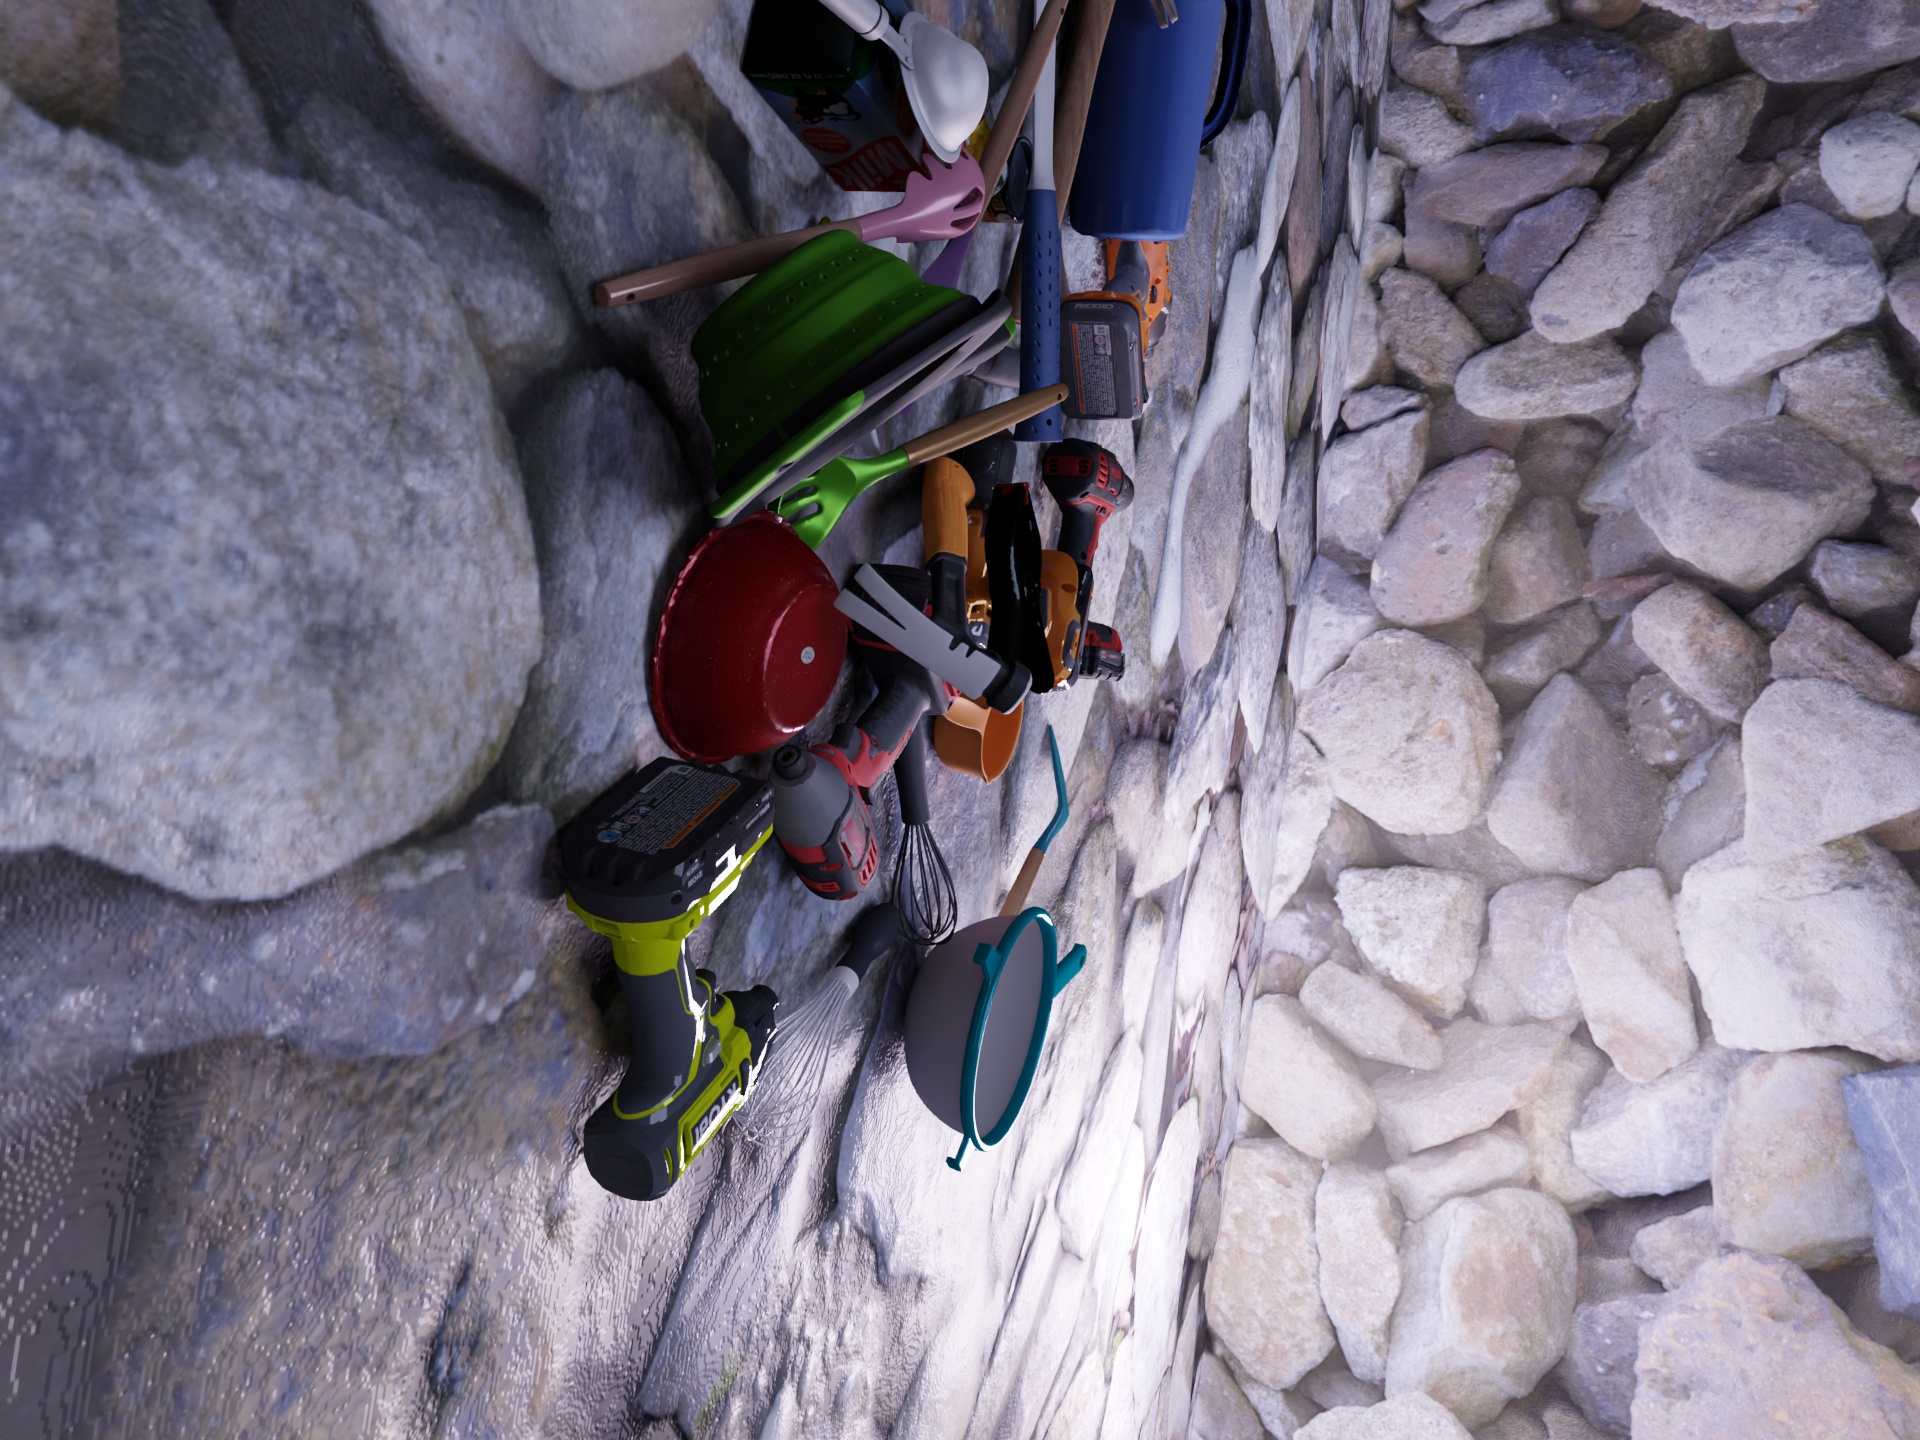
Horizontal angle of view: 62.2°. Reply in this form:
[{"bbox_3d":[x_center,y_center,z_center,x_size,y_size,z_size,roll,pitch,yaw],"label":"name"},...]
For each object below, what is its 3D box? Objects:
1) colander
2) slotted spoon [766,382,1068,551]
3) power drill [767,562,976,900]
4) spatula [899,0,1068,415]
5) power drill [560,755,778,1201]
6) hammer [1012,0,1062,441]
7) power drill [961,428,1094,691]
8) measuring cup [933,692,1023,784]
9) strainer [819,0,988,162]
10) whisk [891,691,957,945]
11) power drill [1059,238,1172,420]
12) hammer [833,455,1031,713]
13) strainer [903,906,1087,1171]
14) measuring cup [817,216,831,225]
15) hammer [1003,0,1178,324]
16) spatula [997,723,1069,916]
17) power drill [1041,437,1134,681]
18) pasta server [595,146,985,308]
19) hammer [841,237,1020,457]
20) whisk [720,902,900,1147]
[{"bbox_3d":[-0.054,-0.230,0.944,0.094,0.204,0.397,53,28,-7],"label":"colander"},{"bbox_3d":[-0.024,-0.186,1.097,0.314,0.031,0.070,-31,135,-41],"label":"slotted spoon"},{"bbox_3d":[-0.068,0.002,1.111,0.143,0.078,0.220,70,37,-51],"label":"power drill"},{"bbox_3d":[0.011,-0.360,1.090,0.059,0.018,0.316,32,78,-62],"label":"spatula"},{"bbox_3d":[-0.159,0.142,0.927,0.171,0.080,0.223,-48,145,-55],"label":"power drill"},{"bbox_3d":[0.068,-0.422,1.234,0.144,0.035,0.405,-9,104,-40],"label":"hammer"},{"bbox_3d":[0.042,-0.130,1.344,0.226,0.084,0.185,30,68,-63],"label":"power drill"},{"bbox_3d":[-0.002,-0.004,1.304,0.173,0.052,0.095,23,81,-66],"label":"measuring cup"},{"bbox_3d":[-0.043,-0.382,0.878,0.258,0.050,0.087,11,71,-58],"label":"strainer"},{"bbox_3d":[-0.037,0.076,1.263,0.055,0.055,0.238,-45,134,-58],"label":"whisk"},{"bbox_3d":[0.158,-0.383,1.545,0.227,0.084,0.164,-67,155,-43],"label":"power drill"},{"bbox_3d":[-0.017,-0.118,1.089,0.034,0.127,0.337,-51,-163,21],"label":"hammer"},{"bbox_3d":[0.029,0.247,1.427,0.340,0.095,0.211,-21,120,-69],"label":"strainer"},{"bbox_3d":[-0.094,-0.245,1.002,0.062,0.029,0.156,36,66,-67],"label":"measuring cup"},{"bbox_3d":[0.090,-0.493,1.320,0.031,0.130,0.331,-147,-110,-71],"label":"hammer"},{"bbox_3d":[0.057,0.149,1.564,0.318,0.044,0.082,-63,153,-31],"label":"spatula"},{"bbox_3d":[0.124,-0.154,1.553,0.188,0.080,0.227,2,93,-69],"label":"power drill"},{"bbox_3d":[-0.086,-0.280,0.917,0.316,0.040,0.060,-31,146,-41],"label":"pasta server"},{"bbox_3d":[0.001,-0.277,1.235,0.409,0.036,0.149,-21,118,-67],"label":"hammer"},{"bbox_3d":[-0.097,0.206,1.140,0.285,0.070,0.070,-53,145,-59],"label":"whisk"}]
